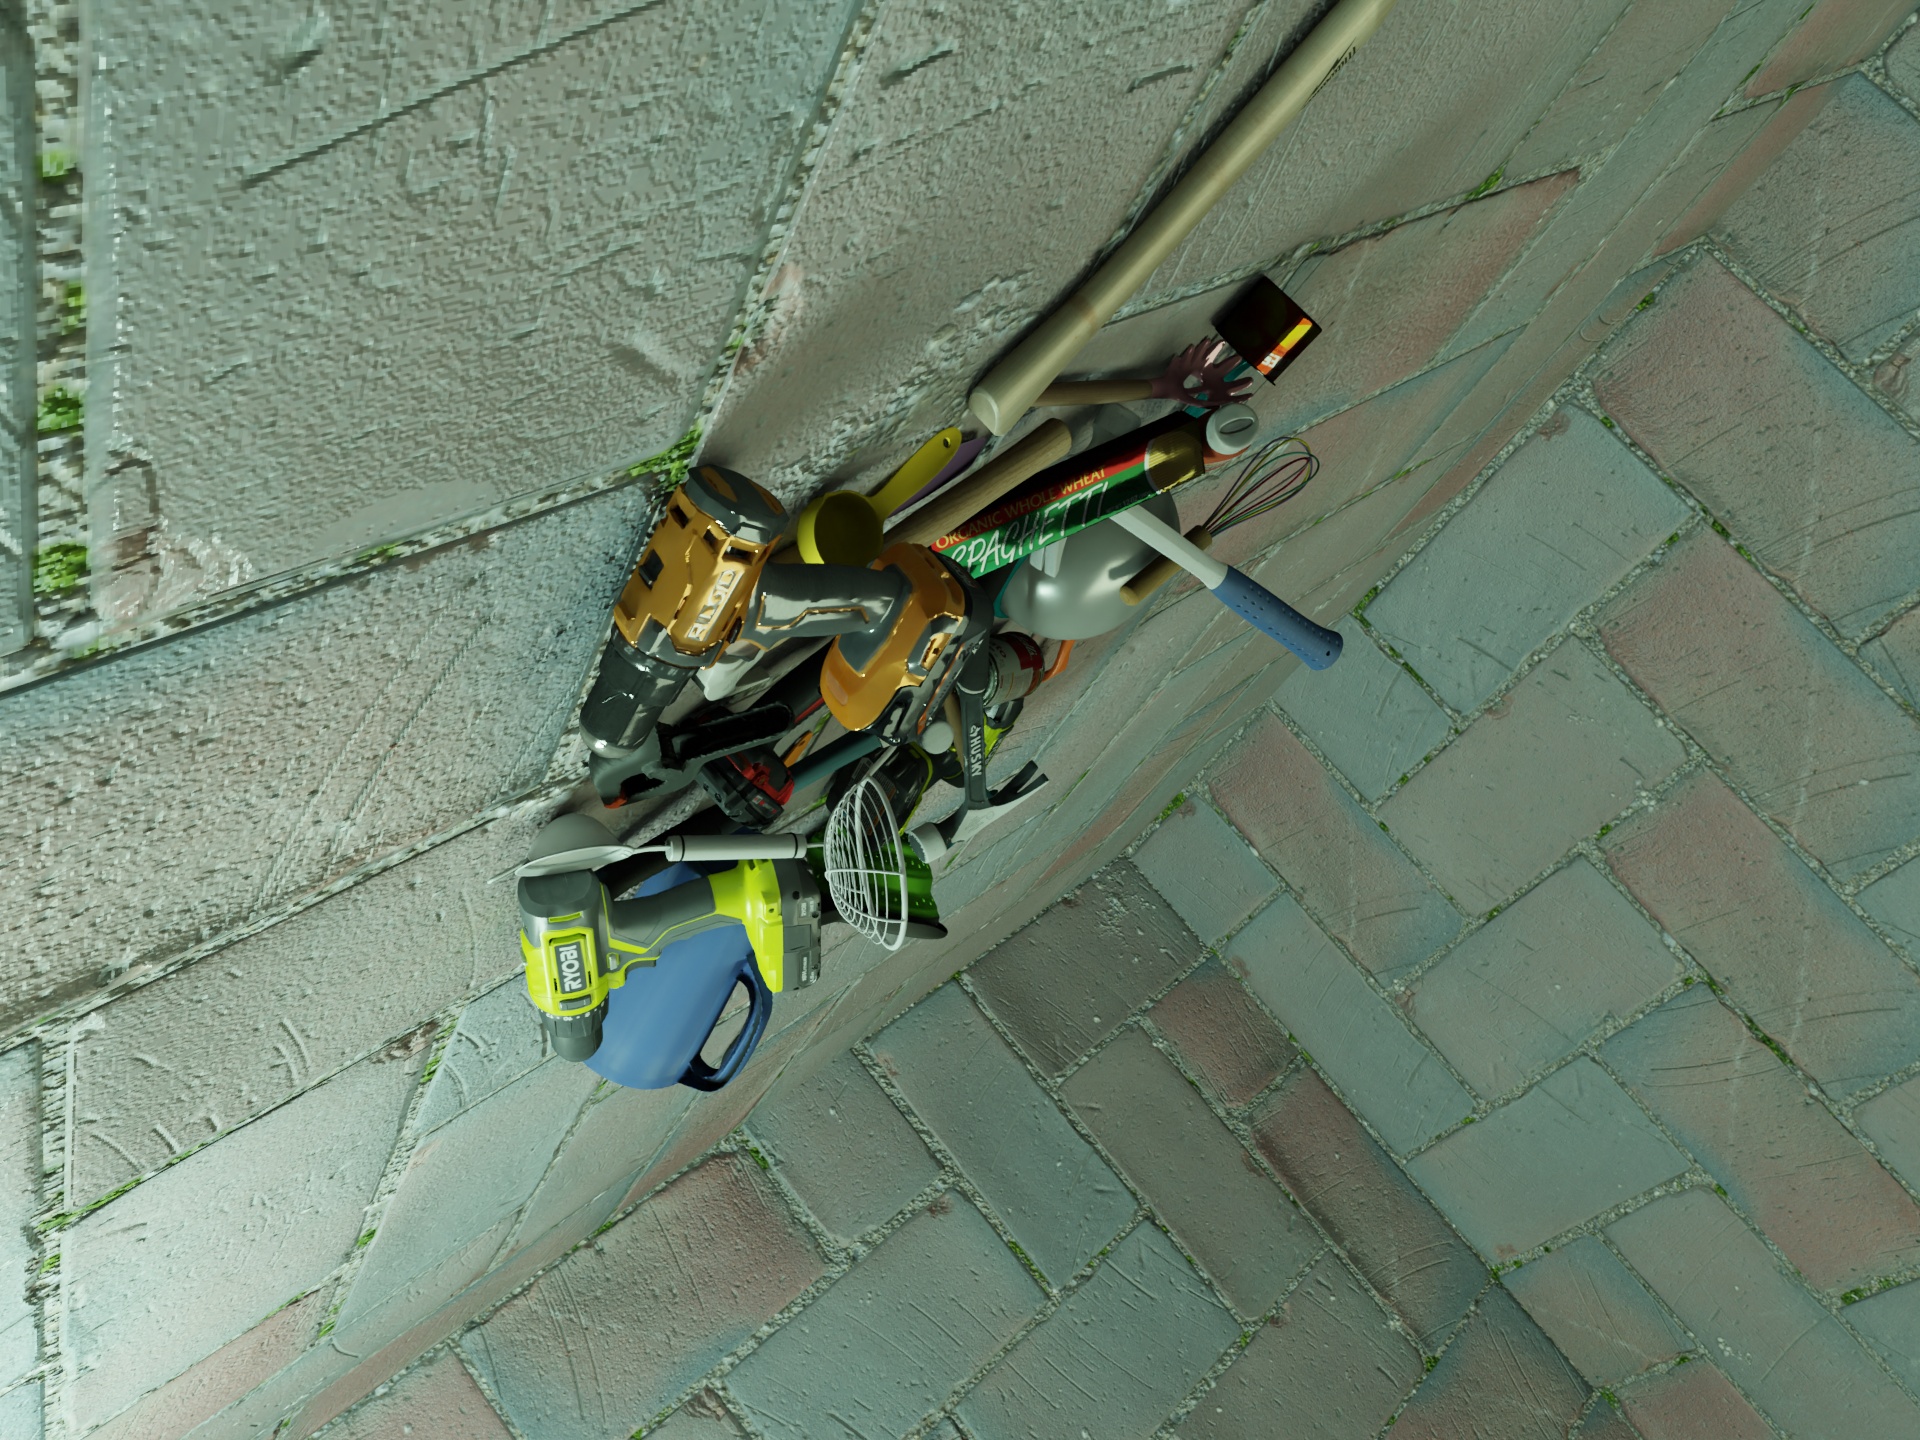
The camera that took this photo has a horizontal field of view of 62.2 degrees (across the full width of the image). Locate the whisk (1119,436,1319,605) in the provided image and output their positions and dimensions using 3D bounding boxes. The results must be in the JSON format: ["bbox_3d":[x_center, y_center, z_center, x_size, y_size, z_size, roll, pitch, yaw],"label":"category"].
[{"bbox_3d":[0.236,-0.176,1.432,0.245,0.051,0.047,-39,152,-19],"label":"whisk"}]

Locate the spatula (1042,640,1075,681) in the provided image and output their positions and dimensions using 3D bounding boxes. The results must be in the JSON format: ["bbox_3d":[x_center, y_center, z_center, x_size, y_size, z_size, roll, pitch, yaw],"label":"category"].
[{"bbox_3d":[0.121,-0.113,1.698,0.081,0.041,0.322,-30,159,-39],"label":"spatula"}]

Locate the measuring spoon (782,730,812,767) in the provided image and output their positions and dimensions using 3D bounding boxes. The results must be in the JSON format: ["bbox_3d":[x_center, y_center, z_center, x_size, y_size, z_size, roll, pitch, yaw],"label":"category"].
[{"bbox_3d":[-0.170,0.050,1.433,0.117,0.011,0.021,-50,165,21],"label":"measuring spoon"}]

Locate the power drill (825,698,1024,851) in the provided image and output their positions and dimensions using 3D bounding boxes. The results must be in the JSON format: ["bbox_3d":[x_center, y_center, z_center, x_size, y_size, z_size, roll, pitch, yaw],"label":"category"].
[{"bbox_3d":[-0.025,0.030,1.638,0.223,0.080,0.171,-32,160,-46],"label":"power drill"}]

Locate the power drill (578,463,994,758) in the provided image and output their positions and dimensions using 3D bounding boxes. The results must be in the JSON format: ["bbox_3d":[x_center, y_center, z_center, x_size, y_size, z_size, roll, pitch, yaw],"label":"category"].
[{"bbox_3d":[-0.110,-0.044,0.964,0.226,0.084,0.185,12,118,-44],"label":"power drill"}]

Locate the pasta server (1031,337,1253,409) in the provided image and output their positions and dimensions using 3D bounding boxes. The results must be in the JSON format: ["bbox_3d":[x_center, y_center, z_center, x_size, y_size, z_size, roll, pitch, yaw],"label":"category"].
[{"bbox_3d":[0.134,-0.257,1.220,0.040,0.060,0.316,-30,172,38],"label":"pasta server"}]

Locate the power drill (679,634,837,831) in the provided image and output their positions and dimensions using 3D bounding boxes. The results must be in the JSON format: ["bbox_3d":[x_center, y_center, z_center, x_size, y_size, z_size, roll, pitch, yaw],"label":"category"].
[{"bbox_3d":[-0.106,-0.019,1.245,0.226,0.080,0.187,-43,168,-4],"label":"power drill"}]

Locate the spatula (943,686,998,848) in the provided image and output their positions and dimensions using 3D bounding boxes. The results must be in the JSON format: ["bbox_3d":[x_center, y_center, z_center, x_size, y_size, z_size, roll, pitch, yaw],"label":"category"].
[{"bbox_3d":[0.000,0.041,1.561,0.082,0.044,0.317,-51,155,-20],"label":"spatula"}]

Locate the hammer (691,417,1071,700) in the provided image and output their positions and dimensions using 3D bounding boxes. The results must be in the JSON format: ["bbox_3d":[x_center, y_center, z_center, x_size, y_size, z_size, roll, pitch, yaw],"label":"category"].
[{"bbox_3d":[-0.052,-0.117,1.115,0.331,0.031,0.130,-37,177,-20],"label":"hammer"}]

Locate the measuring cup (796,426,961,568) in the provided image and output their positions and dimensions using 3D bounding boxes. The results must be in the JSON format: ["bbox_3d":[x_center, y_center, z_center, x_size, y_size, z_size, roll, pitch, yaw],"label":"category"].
[{"bbox_3d":[-0.052,-0.150,1.055,0.029,0.062,0.156,-1,-143,46],"label":"measuring cup"}]

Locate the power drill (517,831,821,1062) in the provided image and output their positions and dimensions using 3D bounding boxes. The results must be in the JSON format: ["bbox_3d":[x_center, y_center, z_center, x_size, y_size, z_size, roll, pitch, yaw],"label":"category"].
[{"bbox_3d":[-0.232,0.182,1.268,0.228,0.080,0.190,-10,130,-18],"label":"power drill"}]

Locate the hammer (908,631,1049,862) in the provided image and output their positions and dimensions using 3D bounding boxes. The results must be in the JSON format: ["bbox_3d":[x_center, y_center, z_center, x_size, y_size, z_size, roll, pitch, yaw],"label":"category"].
[{"bbox_3d":[0.015,-0.021,1.422,0.149,0.036,0.408,-28,147,-19],"label":"hammer"}]

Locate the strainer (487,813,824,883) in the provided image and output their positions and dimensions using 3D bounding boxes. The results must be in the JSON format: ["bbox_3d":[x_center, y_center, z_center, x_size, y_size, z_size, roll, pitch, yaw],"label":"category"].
[{"bbox_3d":[-0.221,0.094,1.186,0.258,0.050,0.087,1,164,-27],"label":"strainer"}]

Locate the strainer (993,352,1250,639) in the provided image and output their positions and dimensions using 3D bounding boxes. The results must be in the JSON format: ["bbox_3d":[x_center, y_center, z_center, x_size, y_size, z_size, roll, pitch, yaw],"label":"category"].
[{"bbox_3d":[0.171,-0.182,1.445,0.340,0.095,0.211,-47,166,29],"label":"strainer"}]

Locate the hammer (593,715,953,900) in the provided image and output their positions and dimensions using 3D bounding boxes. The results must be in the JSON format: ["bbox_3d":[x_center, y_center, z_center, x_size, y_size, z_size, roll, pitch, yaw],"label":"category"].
[{"bbox_3d":[-0.171,0.067,1.319,0.331,0.033,0.128,-30,-152,-14],"label":"hammer"}]

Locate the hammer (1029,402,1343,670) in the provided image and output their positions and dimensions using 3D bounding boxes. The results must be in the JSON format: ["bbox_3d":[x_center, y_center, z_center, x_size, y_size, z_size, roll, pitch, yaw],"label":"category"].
[{"bbox_3d":[0.215,-0.126,1.394,0.405,0.035,0.144,26,98,-43],"label":"hammer"}]

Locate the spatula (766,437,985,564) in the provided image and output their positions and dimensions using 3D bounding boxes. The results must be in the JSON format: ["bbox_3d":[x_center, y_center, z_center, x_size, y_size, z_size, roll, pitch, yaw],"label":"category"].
[{"bbox_3d":[-0.099,-0.116,1.063,0.316,0.018,0.059,-35,170,-28],"label":"spatula"}]

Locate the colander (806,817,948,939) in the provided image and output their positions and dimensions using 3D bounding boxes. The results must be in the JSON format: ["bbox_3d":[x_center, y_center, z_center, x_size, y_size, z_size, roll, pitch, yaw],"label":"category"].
[{"bbox_3d":[-0.118,0.155,1.622,0.397,0.204,0.094,11,96,-77],"label":"colander"}]

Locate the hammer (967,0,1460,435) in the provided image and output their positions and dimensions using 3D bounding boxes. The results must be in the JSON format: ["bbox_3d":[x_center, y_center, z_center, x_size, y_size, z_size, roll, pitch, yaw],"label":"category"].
[{"bbox_3d":[0.158,-0.341,1.023,0.410,0.038,0.146,-45,168,19],"label":"hammer"}]

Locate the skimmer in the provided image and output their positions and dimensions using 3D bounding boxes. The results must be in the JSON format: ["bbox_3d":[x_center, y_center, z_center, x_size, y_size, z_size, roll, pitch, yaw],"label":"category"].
[{"bbox_3d":[-0.002,-0.004,1.214,0.363,0.090,0.127,-61,-173,-19],"label":"skimmer"}]
